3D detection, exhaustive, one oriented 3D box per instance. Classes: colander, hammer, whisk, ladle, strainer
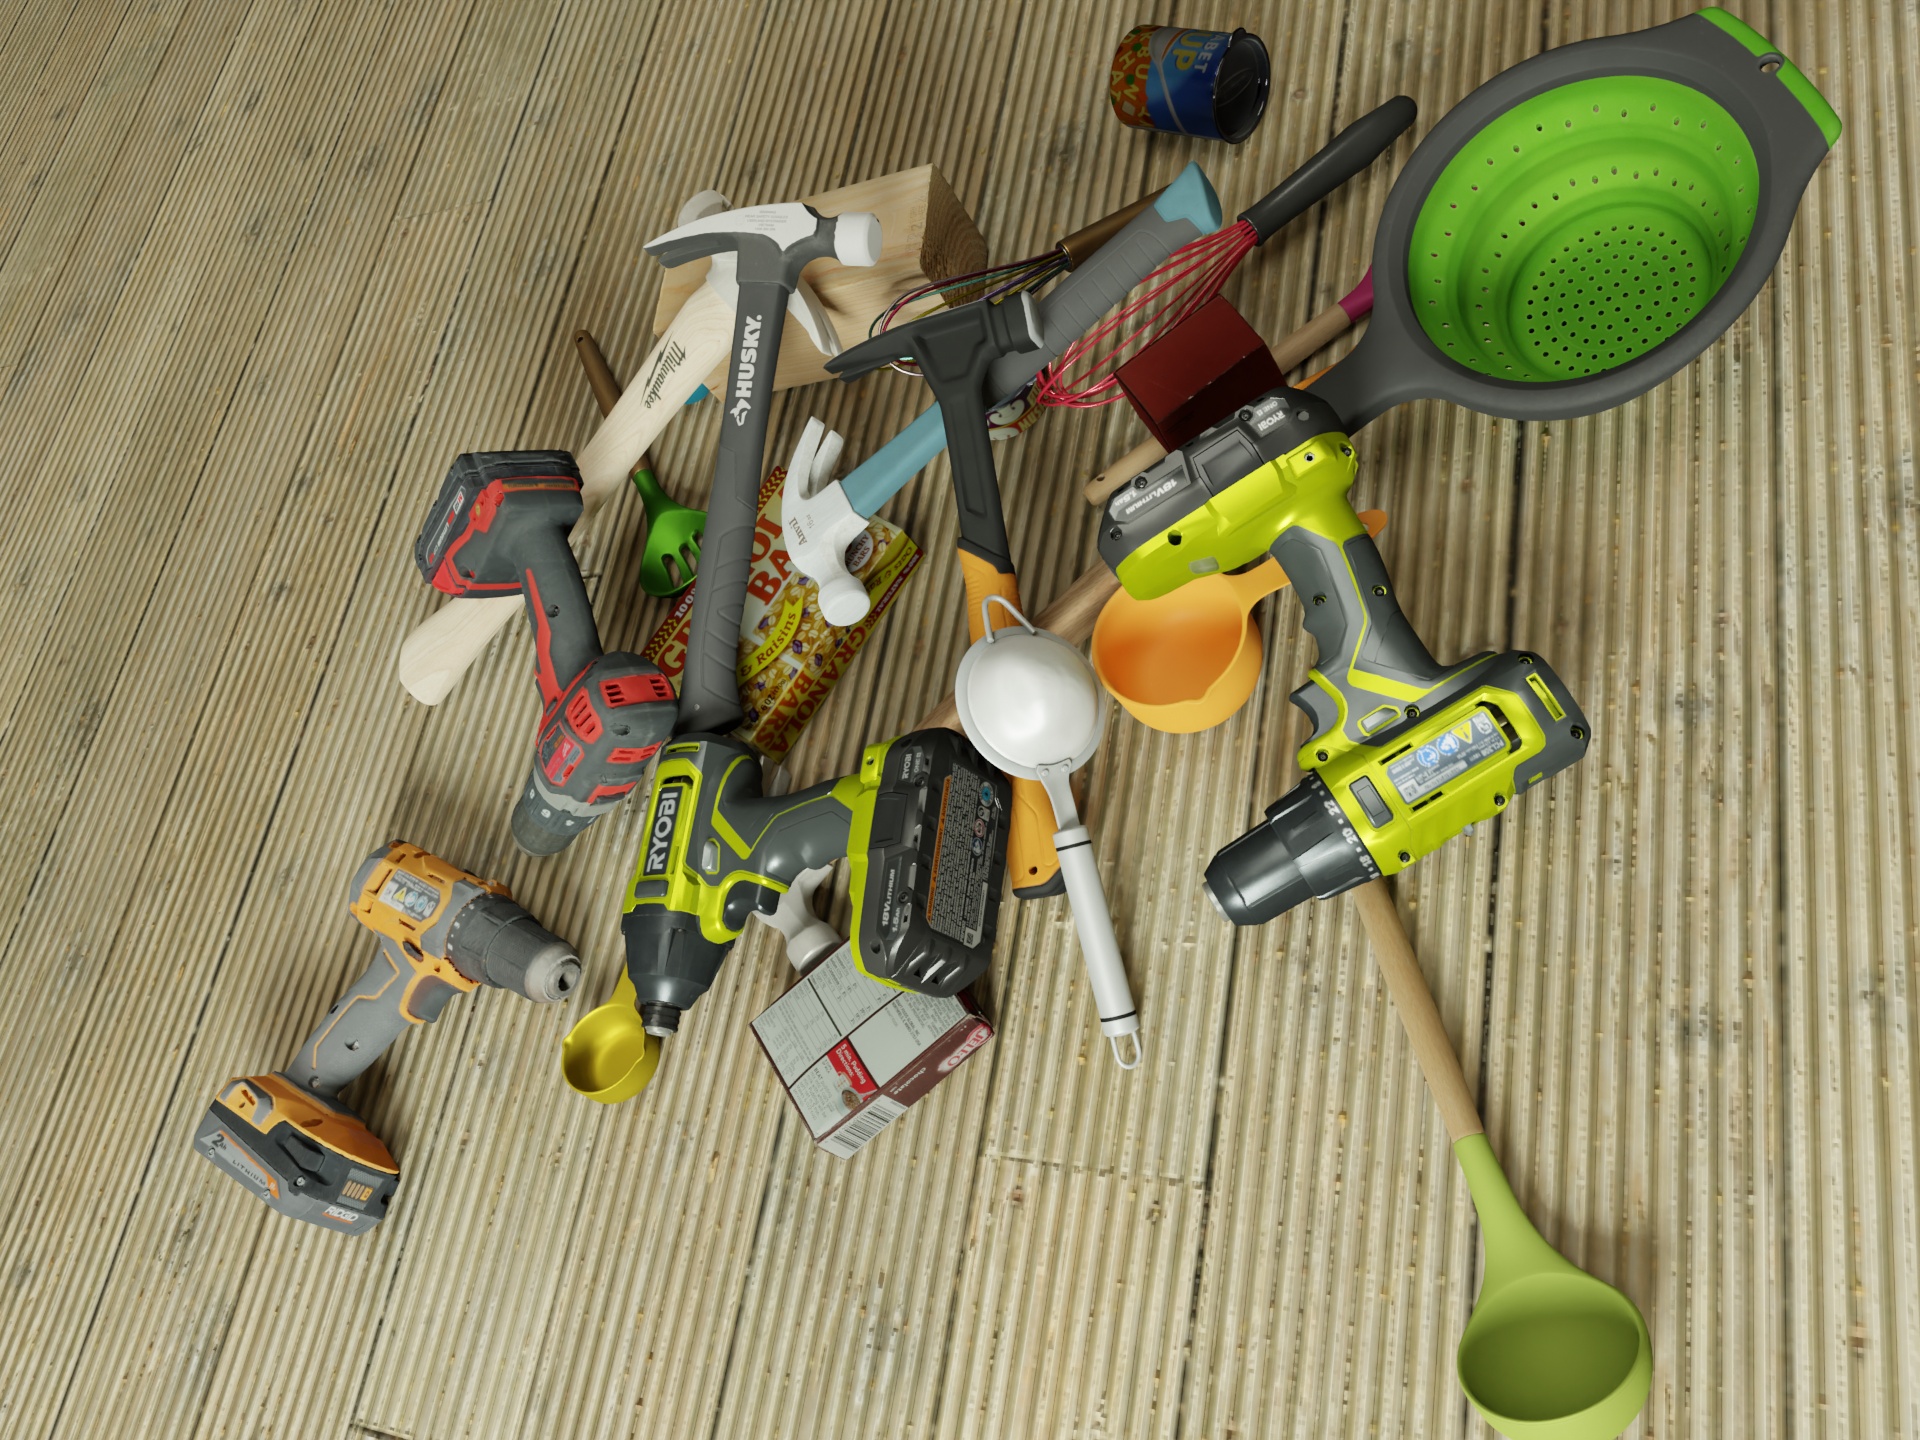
[{"bbox_3d":[0.267,-0.194,0.858,0.397,0.094,0.205,-37,58,20],"label":"colander"},{"bbox_3d":[-0.249,-0.154,1.083,0.410,0.038,0.146,-46,73,19],"label":"hammer"},{"bbox_3d":[0.046,-0.285,1.014,0.245,0.047,0.051,-30,50,-10],"label":"whisk"},{"bbox_3d":[-0.001,-0.003,0.934,0.331,0.031,0.130,-42,55,3],"label":"hammer"},{"bbox_3d":[0.219,0.162,0.722,0.078,0.062,0.320,-25,54,15],"label":"ladle"},{"bbox_3d":[0.058,0.053,0.823,0.050,0.087,0.258,-26,78,65],"label":"strainer"},{"bbox_3d":[-0.142,-0.152,0.976,0.146,0.035,0.335,7,86,16],"label":"hammer"},{"bbox_3d":[0.161,-0.288,0.975,0.296,0.073,0.073,-38,54,-1],"label":"whisk"},{"bbox_3d":[0.010,-0.066,0.890,0.127,0.034,0.337,-13,80,18],"label":"hammer"},{"bbox_3d":[0.021,-0.203,0.946,0.331,0.033,0.128,-39,56,16],"label":"hammer"}]

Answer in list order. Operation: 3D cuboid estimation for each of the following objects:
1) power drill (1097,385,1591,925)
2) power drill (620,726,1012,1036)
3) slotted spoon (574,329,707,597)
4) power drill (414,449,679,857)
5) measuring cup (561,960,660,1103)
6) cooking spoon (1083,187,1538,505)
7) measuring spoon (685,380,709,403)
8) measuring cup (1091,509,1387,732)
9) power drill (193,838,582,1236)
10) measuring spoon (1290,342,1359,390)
[{"bbox_3d":[0.165,-0.028,0.783,0.190,0.080,0.229,-32,74,9],"label":"power drill"},{"bbox_3d":[-0.089,0.087,0.867,0.223,0.080,0.171,-7,65,35],"label":"power drill"},{"bbox_3d":[-0.235,-0.194,1.157,0.070,0.031,0.314,-35,53,8],"label":"slotted spoon"},{"bbox_3d":[-0.267,-0.038,1.008,0.188,0.080,0.227,-46,64,43],"label":"power drill"},{"bbox_3d":[-0.190,0.158,0.963,0.062,0.029,0.157,1,55,28],"label":"measuring cup"},{"bbox_3d":[0.206,-0.226,0.944,0.319,0.017,0.069,-35,48,8],"label":"cooking spoon"},{"bbox_3d":[-0.198,-0.280,1.190,0.042,0.021,0.129,-22,49,20],"label":"measuring spoon"},{"bbox_3d":[0.157,-0.057,0.866,0.173,0.052,0.095,-29,56,10],"label":"measuring cup"},{"bbox_3d":[-0.348,0.200,0.990,0.185,0.084,0.226,18,71,32],"label":"power drill"},{"bbox_3d":[0.196,-0.185,0.936,0.117,0.011,0.021,-32,53,14],"label":"measuring spoon"}]
